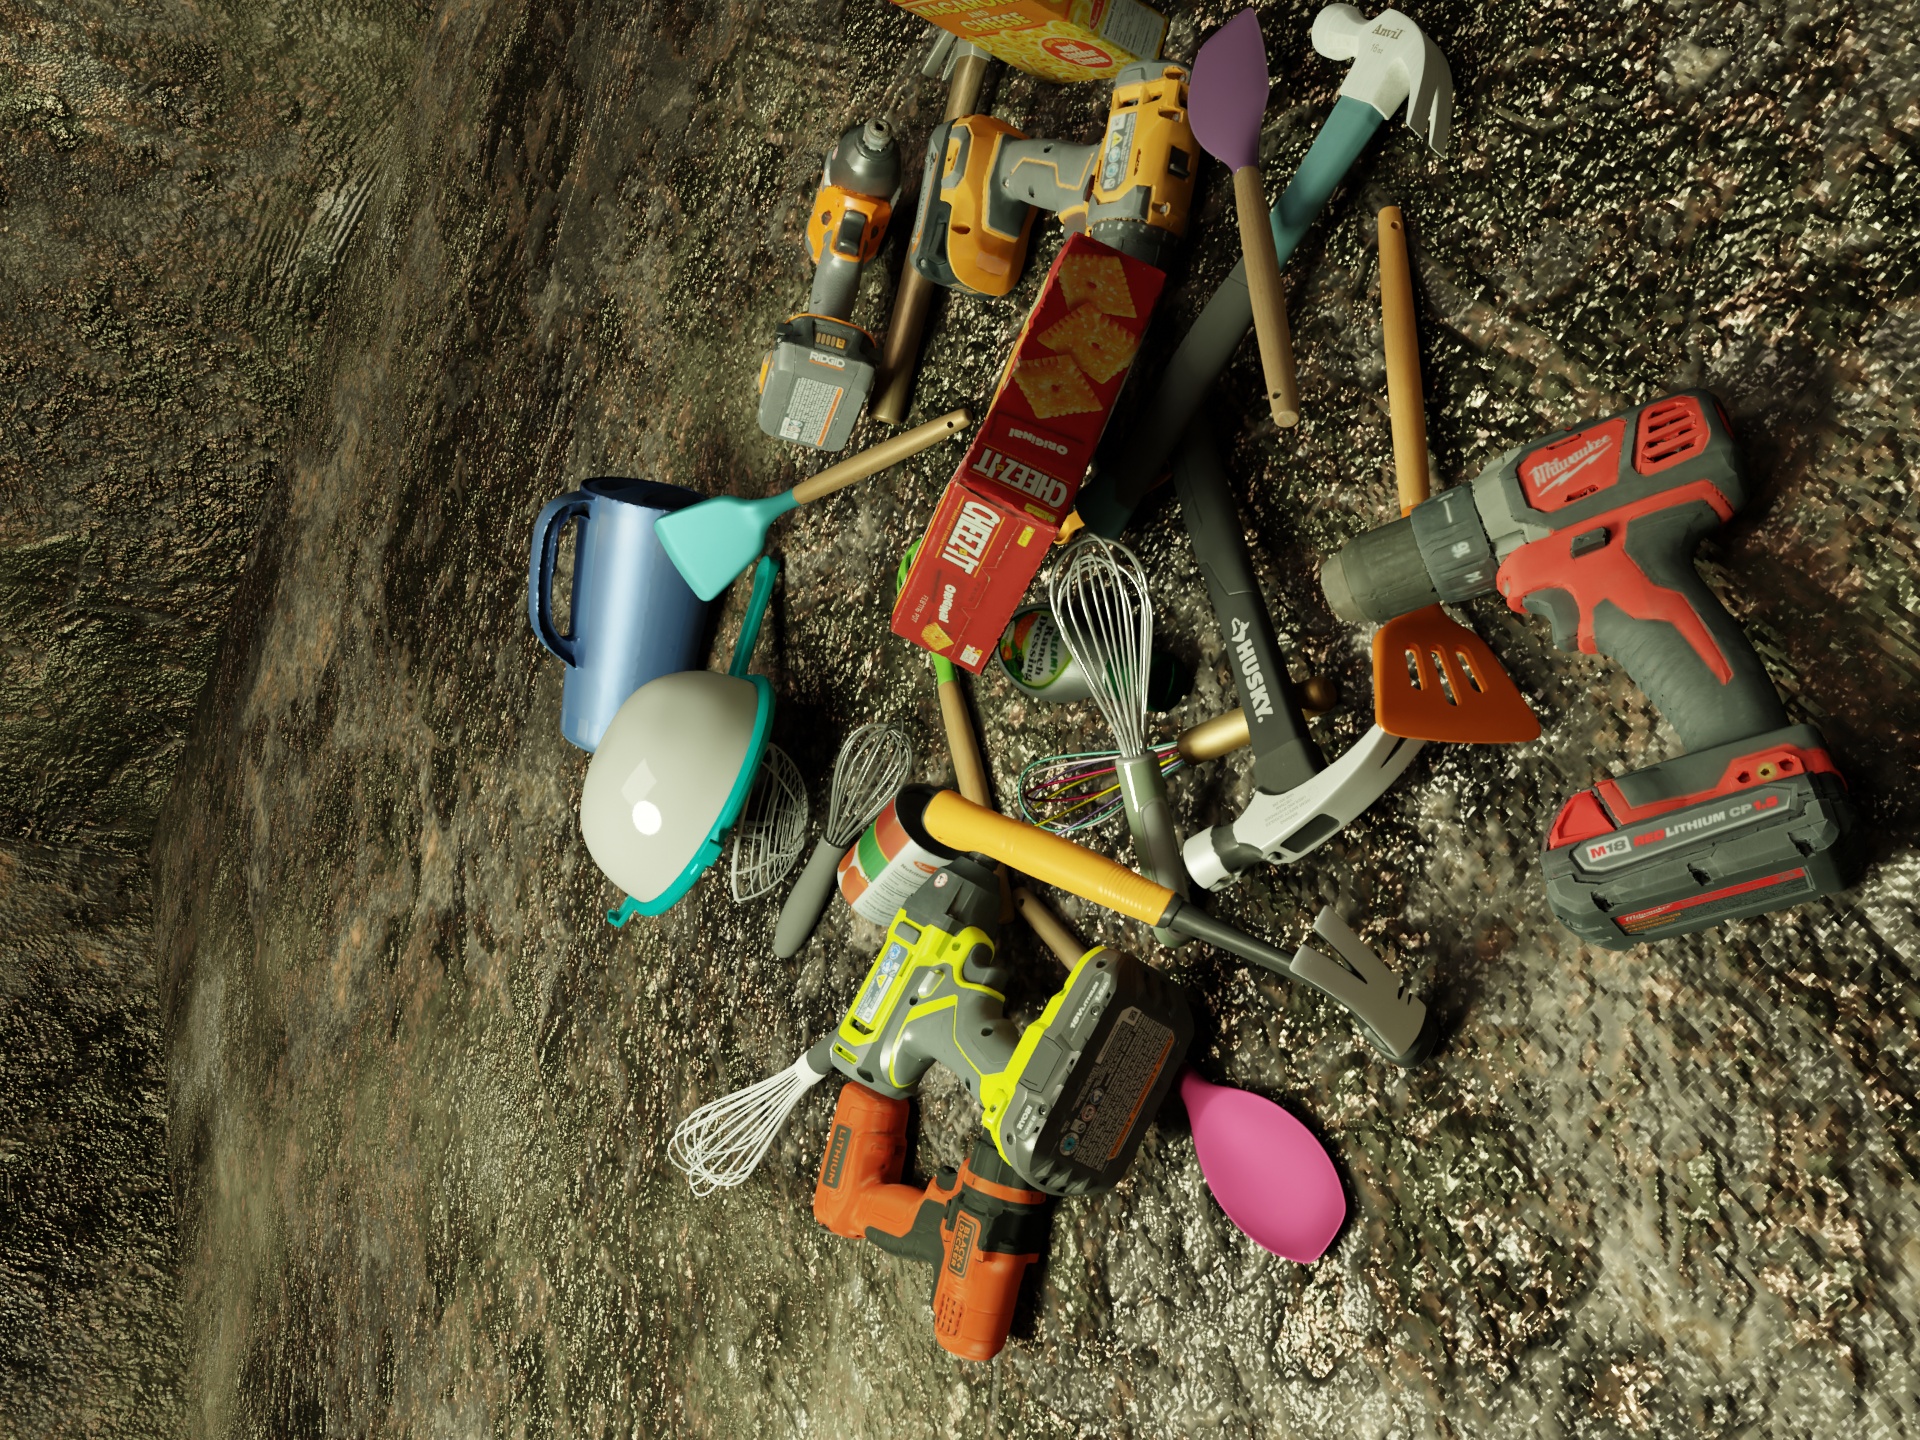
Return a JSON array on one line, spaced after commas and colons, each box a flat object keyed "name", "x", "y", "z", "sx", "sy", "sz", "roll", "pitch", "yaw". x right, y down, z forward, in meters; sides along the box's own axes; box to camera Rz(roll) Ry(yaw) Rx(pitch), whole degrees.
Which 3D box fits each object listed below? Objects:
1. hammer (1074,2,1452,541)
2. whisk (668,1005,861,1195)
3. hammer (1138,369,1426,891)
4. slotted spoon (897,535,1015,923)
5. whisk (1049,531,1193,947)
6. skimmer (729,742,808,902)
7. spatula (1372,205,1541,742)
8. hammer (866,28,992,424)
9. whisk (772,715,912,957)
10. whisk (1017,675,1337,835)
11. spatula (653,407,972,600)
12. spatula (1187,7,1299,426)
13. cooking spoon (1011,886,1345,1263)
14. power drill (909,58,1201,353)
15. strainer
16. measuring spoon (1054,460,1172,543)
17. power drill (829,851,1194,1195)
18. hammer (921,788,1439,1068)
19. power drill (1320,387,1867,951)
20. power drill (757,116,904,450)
[{"name": "hammer", "x": 0.165, "y": -0.250, "z": 0.917, "sx": 0.331, "sy": 0.033, "sz": 0.128, "roll": -58, "pitch": 38, "yaw": 13}, {"name": "whisk", "x": -0.129, "y": 0.277, "z": 1.201, "sx": 0.284, "sy": 0.070, "sz": 0.070, "roll": -44, "pitch": 49, "yaw": 31}, {"name": "hammer", "x": 0.158, "y": -0.079, "z": 0.896, "sx": 0.146, "sy": 0.035, "sz": 0.335, "roll": -35, "pitch": 47, "yaw": 32}, {"name": "slotted spoon", "x": -0.002, "y": -0.004, "z": 1.123, "sx": 0.070, "sy": 0.031, "sz": 0.314, "roll": -39, "pitch": 53, "yaw": 41}, {"name": "whisk", "x": 0.099, "y": 0.013, "z": 0.904, "sx": 0.059, "sy": 0.058, "sz": 0.246, "roll": -165, "pitch": 60, "yaw": -71}, {"name": "skimmer", "x": -0.236, "y": 0.083, "z": 1.355, "sx": 0.363, "sy": 0.090, "sz": 0.127, "roll": -1, "pitch": 76, "yaw": 53}, {"name": "spatula", "x": 0.237, "y": -0.134, "z": 0.821, "sx": 0.041, "sy": 0.081, "sz": 0.323, "roll": 105, "pitch": 166, "yaw": -69}, {"name": "hammer", "x": -0.020, "y": -0.395, "z": 1.231, "sx": 0.130, "sy": 0.031, "sz": 0.331, "roll": 36, "pitch": 114, "yaw": 62}, {"name": "whisk", "x": -0.094, "y": 0.094, "z": 1.206, "sx": 0.239, "sy": 0.055, "sz": 0.055, "roll": -63, "pitch": 39, "yaw": 28}, {"name": "whisk", "x": 0.120, "y": 0.021, "z": 0.946, "sx": 0.245, "sy": 0.047, "sz": 0.051, "roll": -26, "pitch": 73, "yaw": 42}, {"name": "spatula", "x": -0.116, "y": -0.182, "z": 1.271, "sx": 0.317, "sy": 0.044, "sz": 0.082, "roll": -18, "pitch": 110, "yaw": 38}, {"name": "spatula", "x": 0.162, "y": -0.288, "z": 0.896, "sx": 0.060, "sy": 0.018, "sz": 0.316, "roll": -31, "pitch": 48, "yaw": 39}, {"name": "cooking spoon", "x": 0.114, "y": 0.189, "z": 0.926, "sx": 0.319, "sy": 0.017, "sz": 0.068, "roll": 45, "pitch": 112, "yaw": 48}, {"name": "power drill", "x": 0.064, "y": -0.334, "z": 1.080, "sx": 0.226, "sy": 0.084, "sz": 0.185, "roll": 11, "pitch": 92, "yaw": 49}, {"name": "strainer", "x": -0.226, "y": -0.013, "z": 1.281, "sx": 0.211, "sy": 0.095, "sz": 0.341, "roll": -33, "pitch": 36, "yaw": 49}, {"name": "measuring spoon", "x": 0.102, "y": -0.144, "z": 1.037, "sx": 0.117, "sy": 0.011, "sz": 0.021, "roll": -28, "pitch": 60, "yaw": 42}, {"name": "power drill", "x": 0.026, "y": 0.171, "z": 0.955, "sx": 0.223, "sy": 0.080, "sz": 0.171, "roll": 19, "pitch": 79, "yaw": 53}, {"name": "hammer", "x": 0.090, "y": 0.093, "z": 0.862, "sx": 0.337, "sy": 0.127, "sz": 0.034, "roll": 20, "pitch": 73, "yaw": 47}, {"name": "power drill", "x": 0.266, "y": -0.020, "z": 0.691, "sx": 0.188, "sy": 0.080, "sz": 0.227, "roll": -21, "pitch": 61, "yaw": 25}, {"name": "power drill", "x": -0.093, "y": -0.343, "z": 1.229, "sx": 0.164, "sy": 0.084, "sz": 0.227, "roll": 131, "pitch": 150, "yaw": -67}]
